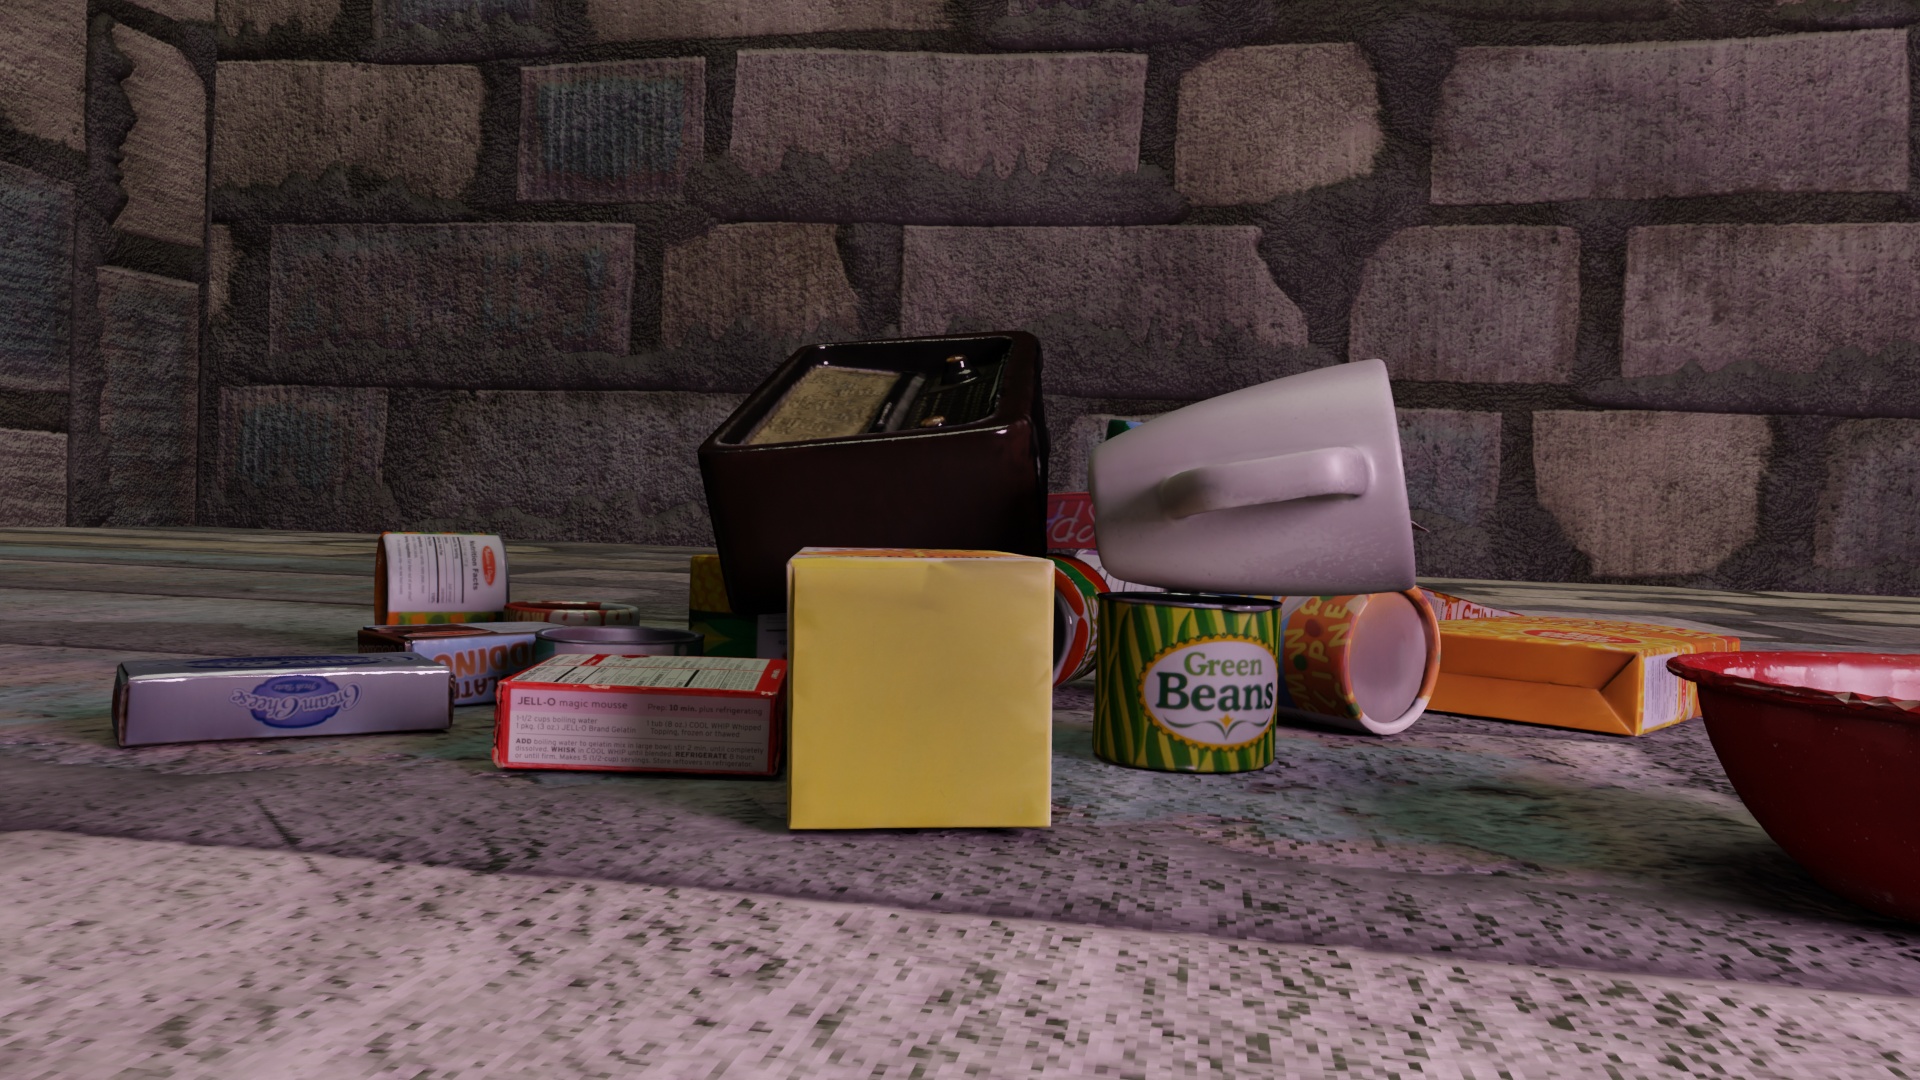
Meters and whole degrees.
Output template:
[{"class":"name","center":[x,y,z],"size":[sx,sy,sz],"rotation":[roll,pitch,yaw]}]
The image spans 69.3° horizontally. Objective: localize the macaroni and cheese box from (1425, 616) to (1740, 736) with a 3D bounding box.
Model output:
[{"class":"macaroni and cheese box","center":[0.297,0.062,0.686],"size":[0.123,0.040,0.167],"rotation":[4,2,42]}]

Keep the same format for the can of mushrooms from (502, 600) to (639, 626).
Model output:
[{"class":"can of mushrooms","center":[-0.194,0.048,0.684],"size":[0.071,0.033,0.071],"rotation":[3,1,0]}]

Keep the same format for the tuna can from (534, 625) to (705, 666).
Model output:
[{"class":"tuna can","center":[-0.136,0.053,0.556],"size":[0.071,0.033,0.071],"rotation":[2,1,0]}]

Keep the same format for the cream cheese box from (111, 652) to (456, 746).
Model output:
[{"class":"cream cheese box","center":[-0.239,0.055,0.492],"size":[0.104,0.024,0.053],"rotation":[1,2,-34]}]

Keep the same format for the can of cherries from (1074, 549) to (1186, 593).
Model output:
[{"class":"can of cherries","center":[0.098,0.040,0.820],"size":[0.058,0.071,0.071],"rotation":[3,1,23]}]

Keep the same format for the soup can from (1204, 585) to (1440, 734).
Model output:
[{"class":"soup can","center":[0.153,0.043,0.601],"size":[0.071,0.071,0.083],"rotation":[1,1,-36]}]

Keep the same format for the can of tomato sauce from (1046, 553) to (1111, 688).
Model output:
[{"class":"can of tomato sauce","center":[0.035,0.041,0.664],"size":[0.071,0.071,0.083],"rotation":[2,2,20]}]

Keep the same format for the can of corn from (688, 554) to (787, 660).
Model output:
[{"class":"can of corn","center":[-0.112,0.037,0.730],"size":[0.071,0.058,0.071],"rotation":[2,1,0]}]

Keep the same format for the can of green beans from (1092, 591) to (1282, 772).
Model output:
[{"class":"can of green beans","center":[0.081,0.049,0.499],"size":[0.071,0.058,0.071],"rotation":[2,1,0]}]

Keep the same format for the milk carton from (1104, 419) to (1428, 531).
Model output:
[{"class":"milk carton","center":[0.185,-0.024,0.854],"size":[0.190,0.073,0.072],"rotation":[11,1,29]}]

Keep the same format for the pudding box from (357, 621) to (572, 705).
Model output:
[{"class":"pudding box","center":[-0.205,0.051,0.587],"size":[0.049,0.030,0.084],"rotation":[4,3,44]}]

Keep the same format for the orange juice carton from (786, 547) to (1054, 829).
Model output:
[{"class":"orange juice carton","center":[-0.018,0.039,0.456],"size":[0.072,0.073,0.192],"rotation":[1,0,-5]}]

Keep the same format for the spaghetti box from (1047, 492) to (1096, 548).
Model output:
[{"class":"spaghetti box","center":[0.003,-0.009,0.712],"size":[0.250,0.028,0.050],"rotation":[-1,1,15]}]

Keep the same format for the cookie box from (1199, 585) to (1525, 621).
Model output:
[{"class":"cookie box","center":[0.235,0.045,0.803],"size":[0.123,0.040,0.167],"rotation":[10,-2,42]}]

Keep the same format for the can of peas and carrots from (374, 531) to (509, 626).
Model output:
[{"class":"can of peas and carrots","center":[-0.271,0.030,0.724],"size":[0.059,0.071,0.071],"rotation":[1,1,-29]}]

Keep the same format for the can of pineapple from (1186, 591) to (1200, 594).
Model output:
[{"class":"can of pineapple","center":[0.142,0.038,0.886],"size":[0.071,0.071,0.058],"rotation":[2,0,30]}]
